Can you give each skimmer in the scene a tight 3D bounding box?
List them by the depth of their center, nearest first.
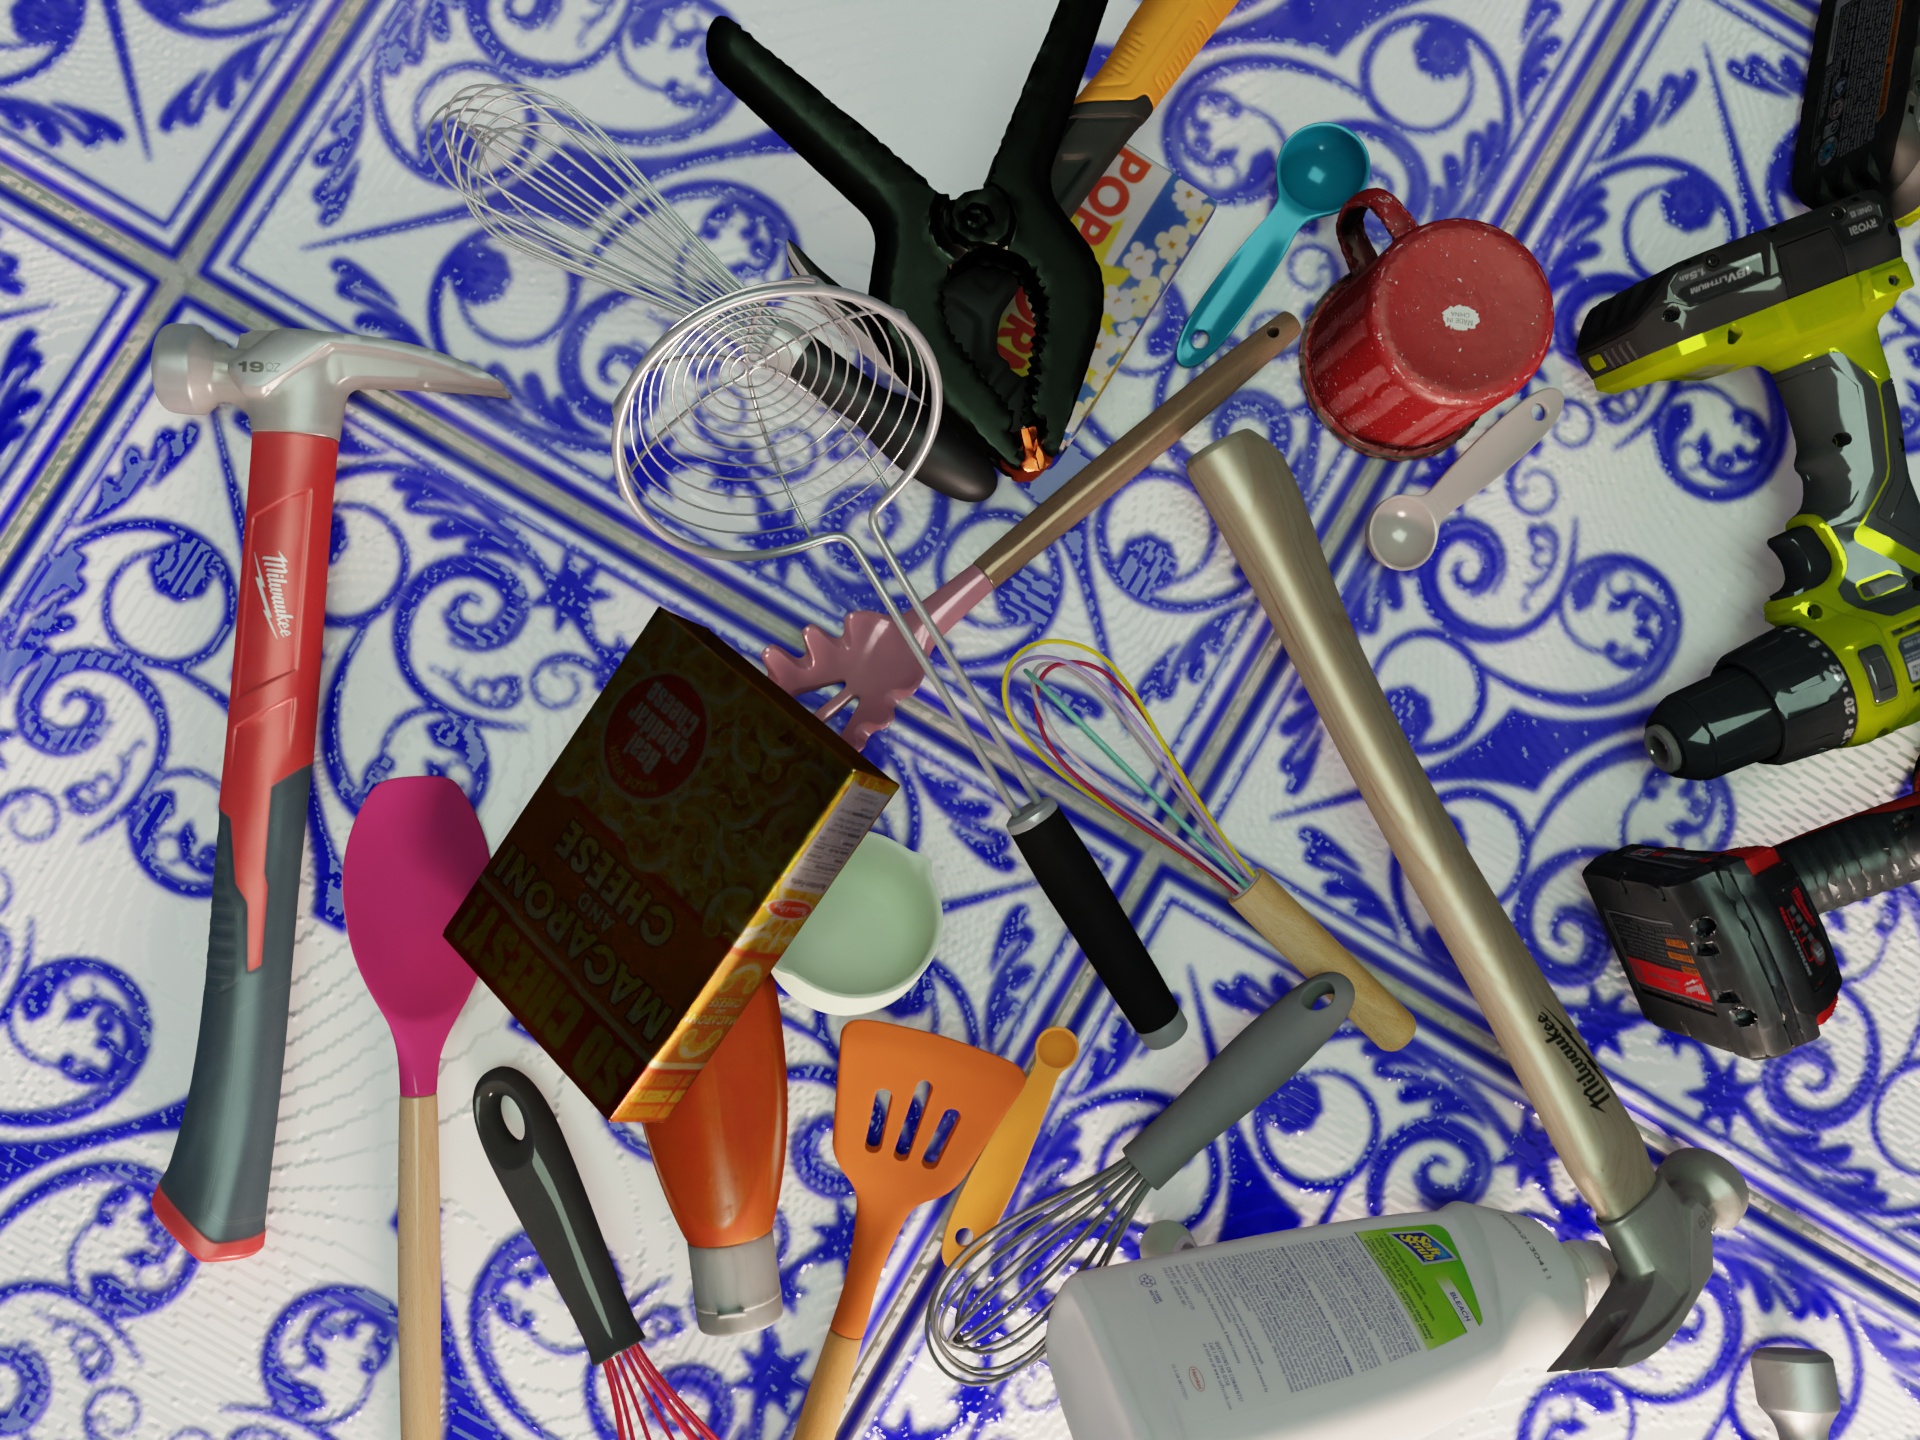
[{"bbox_3d":[-0.001,-0.002,0.628,0.127,0.090,0.363,-30,104,6],"label":"skimmer"}]

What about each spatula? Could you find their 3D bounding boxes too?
[{"bbox_3d":[-0.056,0.286,0.674,0.081,0.041,0.322,17,87,-3],"label":"spatula"}]

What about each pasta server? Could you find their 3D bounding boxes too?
[{"bbox_3d":[0.031,-0.083,0.700,0.316,0.040,0.060,-40,80,-6],"label":"pasta server"}]

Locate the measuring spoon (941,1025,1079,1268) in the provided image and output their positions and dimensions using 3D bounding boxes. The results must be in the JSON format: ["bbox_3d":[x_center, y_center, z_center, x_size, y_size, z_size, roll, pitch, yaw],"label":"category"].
[{"bbox_3d":[0.021,0.188,0.701,0.021,0.011,0.117,26,89,-2],"label":"measuring spoon"}]

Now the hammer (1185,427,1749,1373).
[{"bbox_3d":[0.200,0.064,0.677,0.146,0.038,0.411,-24,84,-44],"label":"hammer"}]

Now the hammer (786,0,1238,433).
[{"bbox_3d":[0.069,-0.281,0.676,0.127,0.034,0.337,36,85,-1],"label":"hammer"}]

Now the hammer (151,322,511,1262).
[{"bbox_3d":[-0.277,0.029,0.672,0.143,0.038,0.386,4,87,-6],"label":"hammer"}]

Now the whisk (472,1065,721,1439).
[{"bbox_3d":[-0.131,0.276,0.648,0.073,0.073,0.296,-28,77,-5],"label":"whisk"}]

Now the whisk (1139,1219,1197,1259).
[{"bbox_3d":[0.137,0.331,0.686,0.058,0.059,0.246,-21,84,-42],"label":"whisk"}]

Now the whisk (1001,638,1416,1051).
[{"bbox_3d":[0.112,0.055,0.698,0.245,0.051,0.047,44,79,-4],"label":"whisk"}]

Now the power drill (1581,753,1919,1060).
[{"bbox_3d":[0.397,0.055,0.649,0.226,0.188,0.080,-23,88,-1],"label":"power drill"}]

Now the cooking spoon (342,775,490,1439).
[{"bbox_3d":[-0.229,0.183,0.670,0.068,0.017,0.319,0,90,-48],"label":"cooking spoon"}]

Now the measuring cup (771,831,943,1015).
[{"bbox_3d":[-0.077,0.056,0.688,0.083,0.038,0.168,-34,71,-27],"label":"measuring cup"}]

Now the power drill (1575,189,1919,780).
[{"bbox_3d":[0.366,-0.097,0.707,0.190,0.080,0.228,-21,92,-5],"label":"power drill"}]

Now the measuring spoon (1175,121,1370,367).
[{"bbox_3d":[0.139,-0.214,0.728,0.042,0.021,0.128,36,94,5],"label":"measuring spoon"}]

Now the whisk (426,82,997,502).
[{"bbox_3d":[-0.102,-0.181,0.689,0.284,0.070,0.070,34,85,-7],"label":"whisk"}]

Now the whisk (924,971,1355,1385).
[{"bbox_3d":[0.079,0.192,0.677,0.239,0.055,0.055,-43,91,-2],"label":"whisk"}]

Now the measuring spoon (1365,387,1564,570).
[{"bbox_3d":[0.231,-0.113,0.730,0.124,0.018,0.034,-40,101,-12],"label":"measuring spoon"}]

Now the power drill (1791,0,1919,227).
[{"bbox_3d":[0.513,-0.284,0.729,0.223,0.080,0.171,11,87,-8],"label":"power drill"}]

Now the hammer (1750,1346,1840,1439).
[{"bbox_3d":[0.189,0.340,0.652,0.405,0.035,0.144,3,74,-12],"label":"hammer"}]
